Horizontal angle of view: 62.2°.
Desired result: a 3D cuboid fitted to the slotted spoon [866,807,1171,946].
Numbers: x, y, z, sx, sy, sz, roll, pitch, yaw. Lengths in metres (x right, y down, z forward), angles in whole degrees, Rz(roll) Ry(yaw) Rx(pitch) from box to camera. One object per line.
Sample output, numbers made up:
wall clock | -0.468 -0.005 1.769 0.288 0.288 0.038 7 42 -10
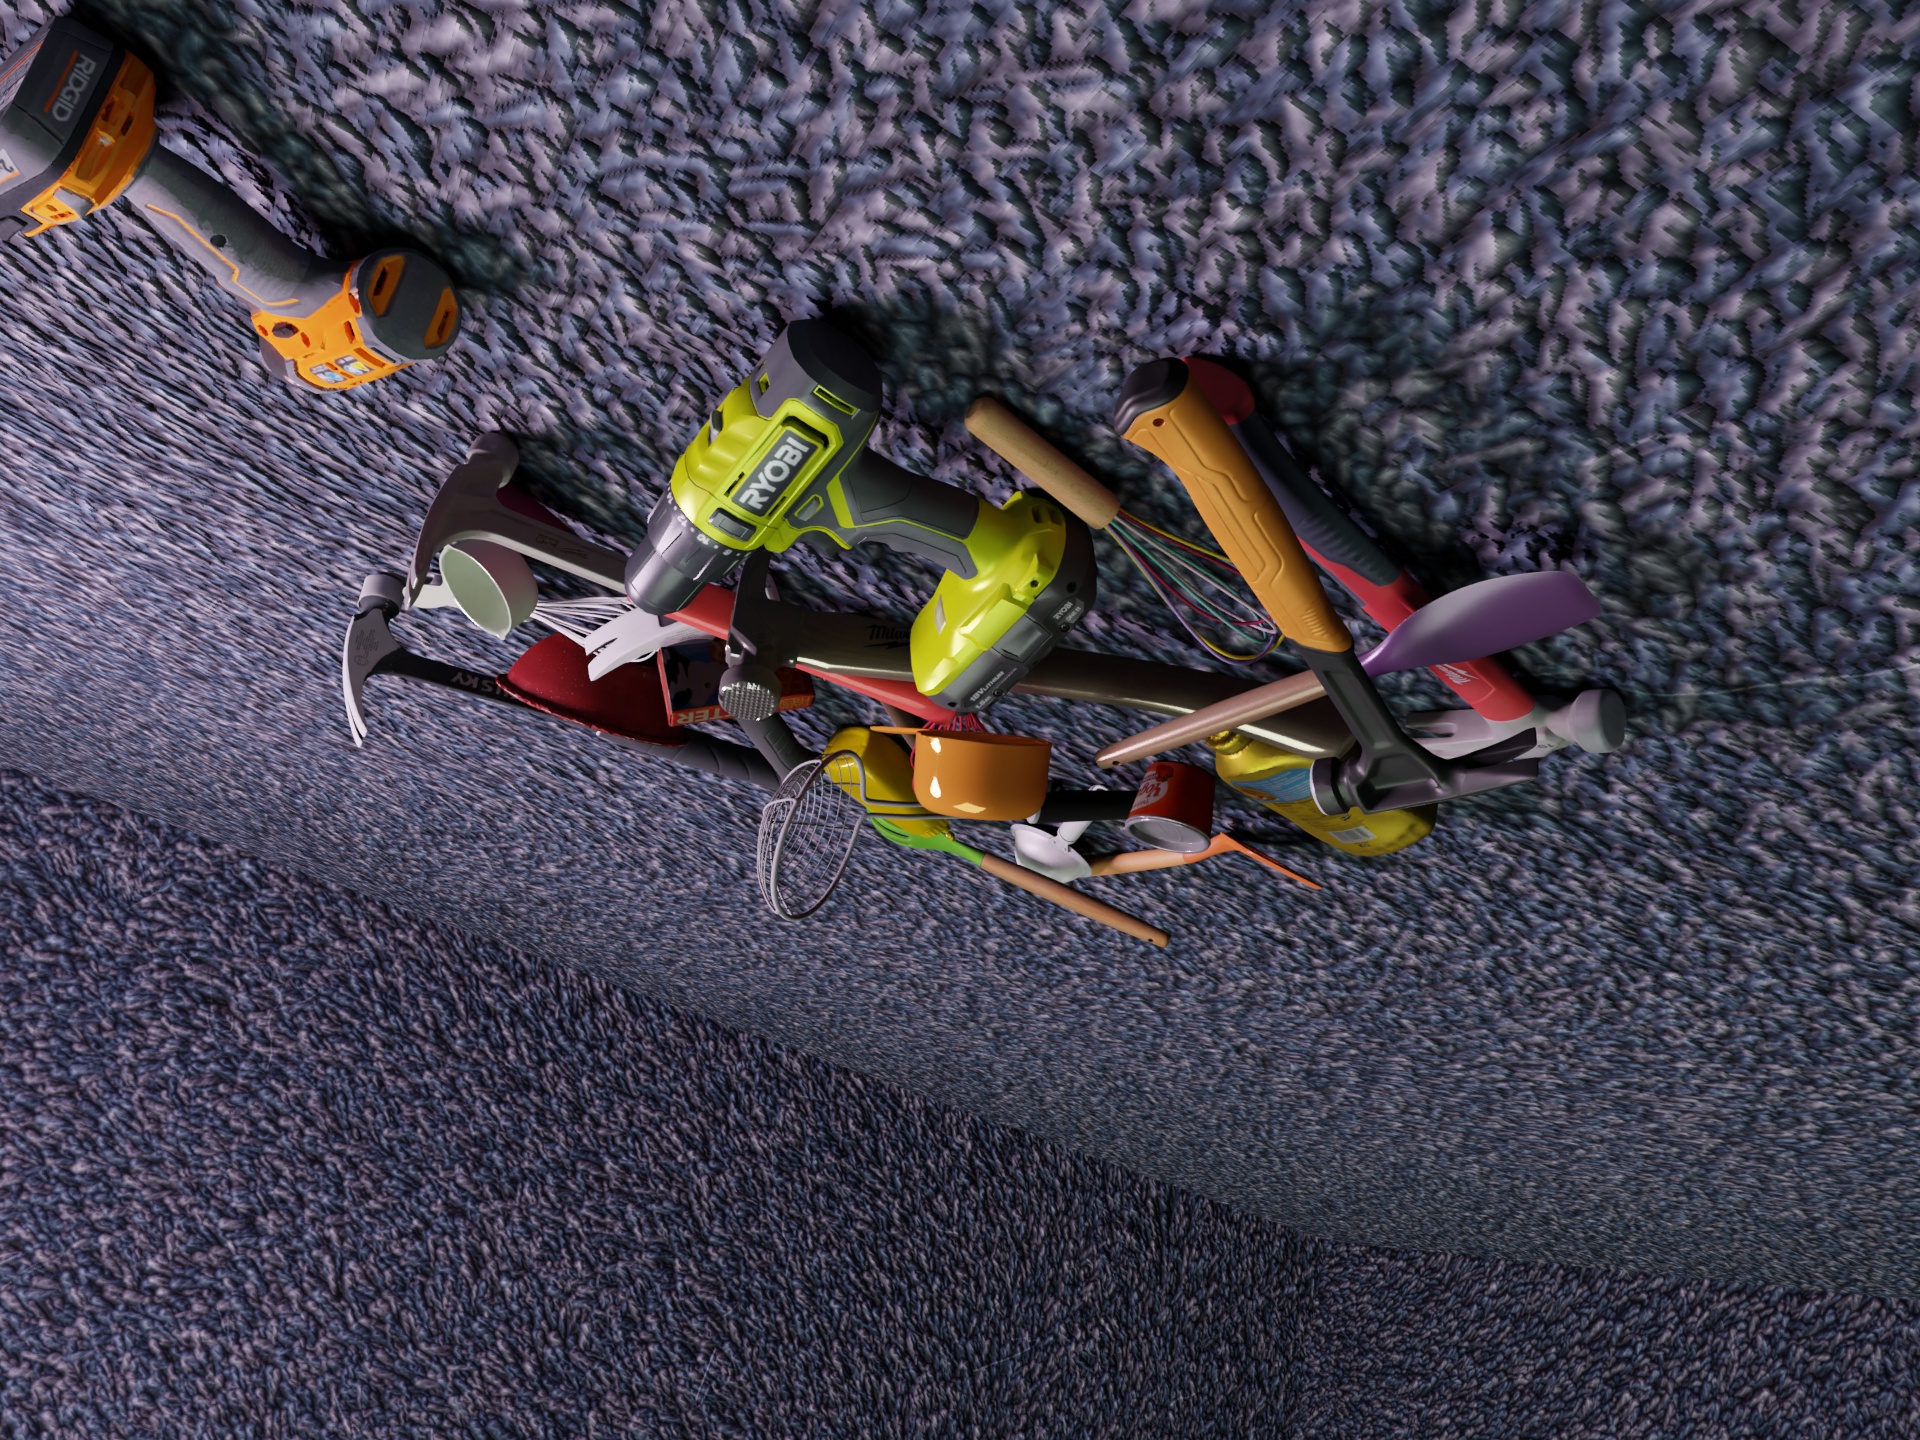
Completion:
slotted spoon | 0.045 0.136 1.441 0.314 0.031 0.070 23 144 17

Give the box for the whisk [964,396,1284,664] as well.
whisk | 0.099 -0.108 0.891 0.244 0.051 0.047 33 133 -27

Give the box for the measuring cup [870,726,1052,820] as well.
measuring cup | -0.011 0.032 1.053 0.095 0.052 0.174 2 -178 -36

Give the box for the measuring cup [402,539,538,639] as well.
measuring cup | -0.380 -0.106 1.224 0.168 0.038 0.083 2 125 48

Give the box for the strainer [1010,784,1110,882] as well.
strainer | 0.092 0.103 1.412 0.087 0.050 0.258 31 155 2

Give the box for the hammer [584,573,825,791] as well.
hammer | -0.174 -0.012 1.253 0.146 0.035 0.334 -16 156 4

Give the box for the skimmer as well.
skimmer | 0.015 0.080 1.186 0.363 0.127 0.090 0 -158 -28

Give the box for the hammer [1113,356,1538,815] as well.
hammer | 0.180 -0.058 0.805 0.127 0.034 0.336 -13 137 33

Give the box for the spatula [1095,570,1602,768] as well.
spatula | 0.199 -0.022 0.895 0.316 0.018 0.059 -22 136 40

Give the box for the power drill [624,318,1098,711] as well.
power drill | -0.056 -0.095 0.888 0.228 0.080 0.190 27 124 -30

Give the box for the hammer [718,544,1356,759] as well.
hammer | 0.059 -0.038 1.020 0.410 0.146 0.038 9 141 -7

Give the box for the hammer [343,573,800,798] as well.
hammer | -0.322 0.000 1.367 0.408 0.149 0.036 18 145 -22

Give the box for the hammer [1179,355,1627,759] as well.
hammer | 0.218 -0.073 0.880 0.143 0.038 0.385 -5 150 47

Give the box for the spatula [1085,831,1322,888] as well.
spatula | 0.183 0.129 1.402 0.081 0.041 0.322 27 158 -26

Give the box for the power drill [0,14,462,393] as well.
power drill | -0.402 -0.251 0.843 0.164 0.084 0.226 -3 155 42

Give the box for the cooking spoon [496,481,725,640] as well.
cooking spoon | -0.235 -0.097 1.160 0.017 0.069 0.318 -38 140 14

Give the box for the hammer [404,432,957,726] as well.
hammer | -0.166 -0.067 1.029 0.359 0.149 0.036 22 134 -14

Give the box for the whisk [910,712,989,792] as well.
whisk | -0.002 -0.004 1.187 0.073 0.073 0.295 14 153 6

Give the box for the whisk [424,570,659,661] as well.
whisk | -0.331 -0.088 1.240 0.246 0.058 0.059 12 155 24

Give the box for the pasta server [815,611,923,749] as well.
pasta server | -0.051 -0.007 1.242 0.060 0.040 0.316 -21 153 5
